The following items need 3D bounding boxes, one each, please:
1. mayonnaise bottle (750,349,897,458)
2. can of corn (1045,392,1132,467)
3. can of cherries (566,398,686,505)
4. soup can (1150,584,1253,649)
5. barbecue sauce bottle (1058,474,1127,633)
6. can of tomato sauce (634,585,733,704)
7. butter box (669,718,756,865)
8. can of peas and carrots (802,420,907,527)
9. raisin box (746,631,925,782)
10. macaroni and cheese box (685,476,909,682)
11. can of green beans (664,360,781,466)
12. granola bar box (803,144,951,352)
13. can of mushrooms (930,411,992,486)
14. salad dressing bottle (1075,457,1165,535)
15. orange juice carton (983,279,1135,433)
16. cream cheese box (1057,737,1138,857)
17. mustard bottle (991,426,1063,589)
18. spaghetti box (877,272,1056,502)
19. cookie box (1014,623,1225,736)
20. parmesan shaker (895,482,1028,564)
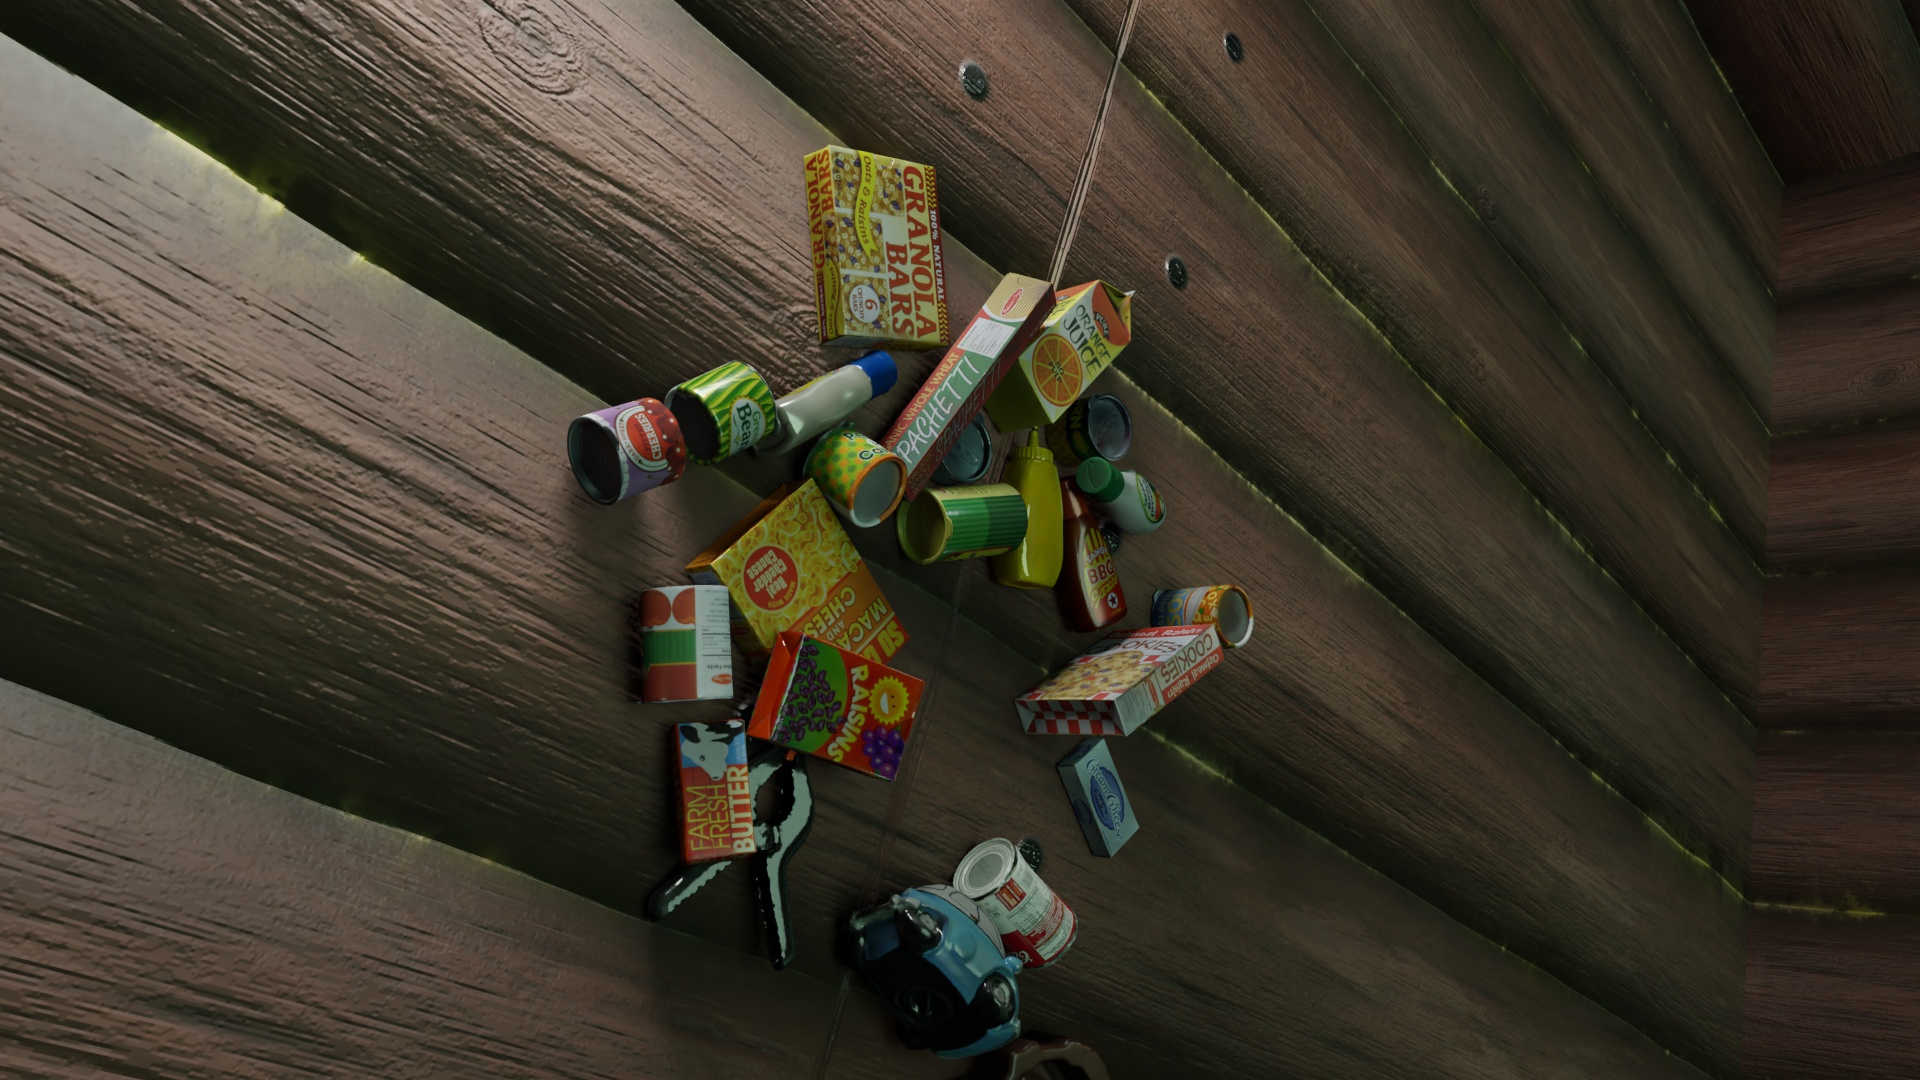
[{"bbox_3d":[-0.110,-0.116,1.143,0.149,0.064,0.041,-38,102,-45],"label":"mayonnaise bottle"},{"bbox_3d":[0.125,-0.109,1.364,0.071,0.058,0.071,7,79,-43],"label":"can of corn"},{"bbox_3d":[-0.239,-0.066,1.003,0.058,0.071,0.071,-25,101,-43],"label":"can of cherries"},{"bbox_3d":[0.249,0.079,1.436,0.071,0.083,0.071,8,78,-42],"label":"soup can"},{"bbox_3d":[0.117,0.011,1.349,0.065,0.043,0.148,-24,100,-46],"label":"barbecue sauce bottle"},{"bbox_3d":[-0.204,0.077,1.021,0.071,0.071,0.083,2,82,-43],"label":"can of tomato sauce"},{"bbox_3d":[-0.183,0.185,1.026,0.053,0.024,0.104,1,69,-25],"label":"butter box"},{"bbox_3d":[-0.085,-0.054,1.137,0.071,0.059,0.070,-35,143,-32],"label":"can of peas and carrots"},{"bbox_3d":[-0.095,0.129,1.079,0.123,0.040,0.086,27,72,-35],"label":"raisin box"},{"bbox_3d":[-0.126,0.052,1.114,0.124,0.040,0.166,-45,114,-37],"label":"macaroni and cheese box"},{"bbox_3d":[-0.184,-0.097,1.064,0.058,0.071,0.071,-33,107,-41],"label":"can of green beans"},{"bbox_3d":[-0.071,-0.252,1.214,0.124,0.039,0.165,-2,86,-44],"label":"granola bar box"},{"bbox_3d":[-0.005,-0.085,1.255,0.071,0.033,0.071,8,78,-42],"label":"can of mushrooms"},{"bbox_3d":[0.157,-0.045,1.364,0.147,0.044,0.064,25,52,-60],"label":"salad dressing bottle"},{"bbox_3d":[0.096,-0.188,1.340,0.194,0.071,0.073,-47,116,-37],"label":"orange juice carton"},{"bbox_3d":[0.133,0.248,1.343,0.053,0.024,0.103,-35,108,-42],"label":"cream cheese box"},{"bbox_3d":[0.066,-0.035,1.304,0.065,0.048,0.160,16,72,-41],"label":"mustard bottle"},{"bbox_3d":[0.000,-0.138,1.225,0.251,0.050,0.028,-55,146,-22],"label":"spaghetti box"},{"bbox_3d":[0.152,0.131,1.309,0.168,0.123,0.040,-29,105,-42],"label":"cookie box"},{"bbox_3d":[0.004,-0.015,1.227,0.103,0.071,0.071,-6,88,-44],"label":"parmesan shaker"}]
